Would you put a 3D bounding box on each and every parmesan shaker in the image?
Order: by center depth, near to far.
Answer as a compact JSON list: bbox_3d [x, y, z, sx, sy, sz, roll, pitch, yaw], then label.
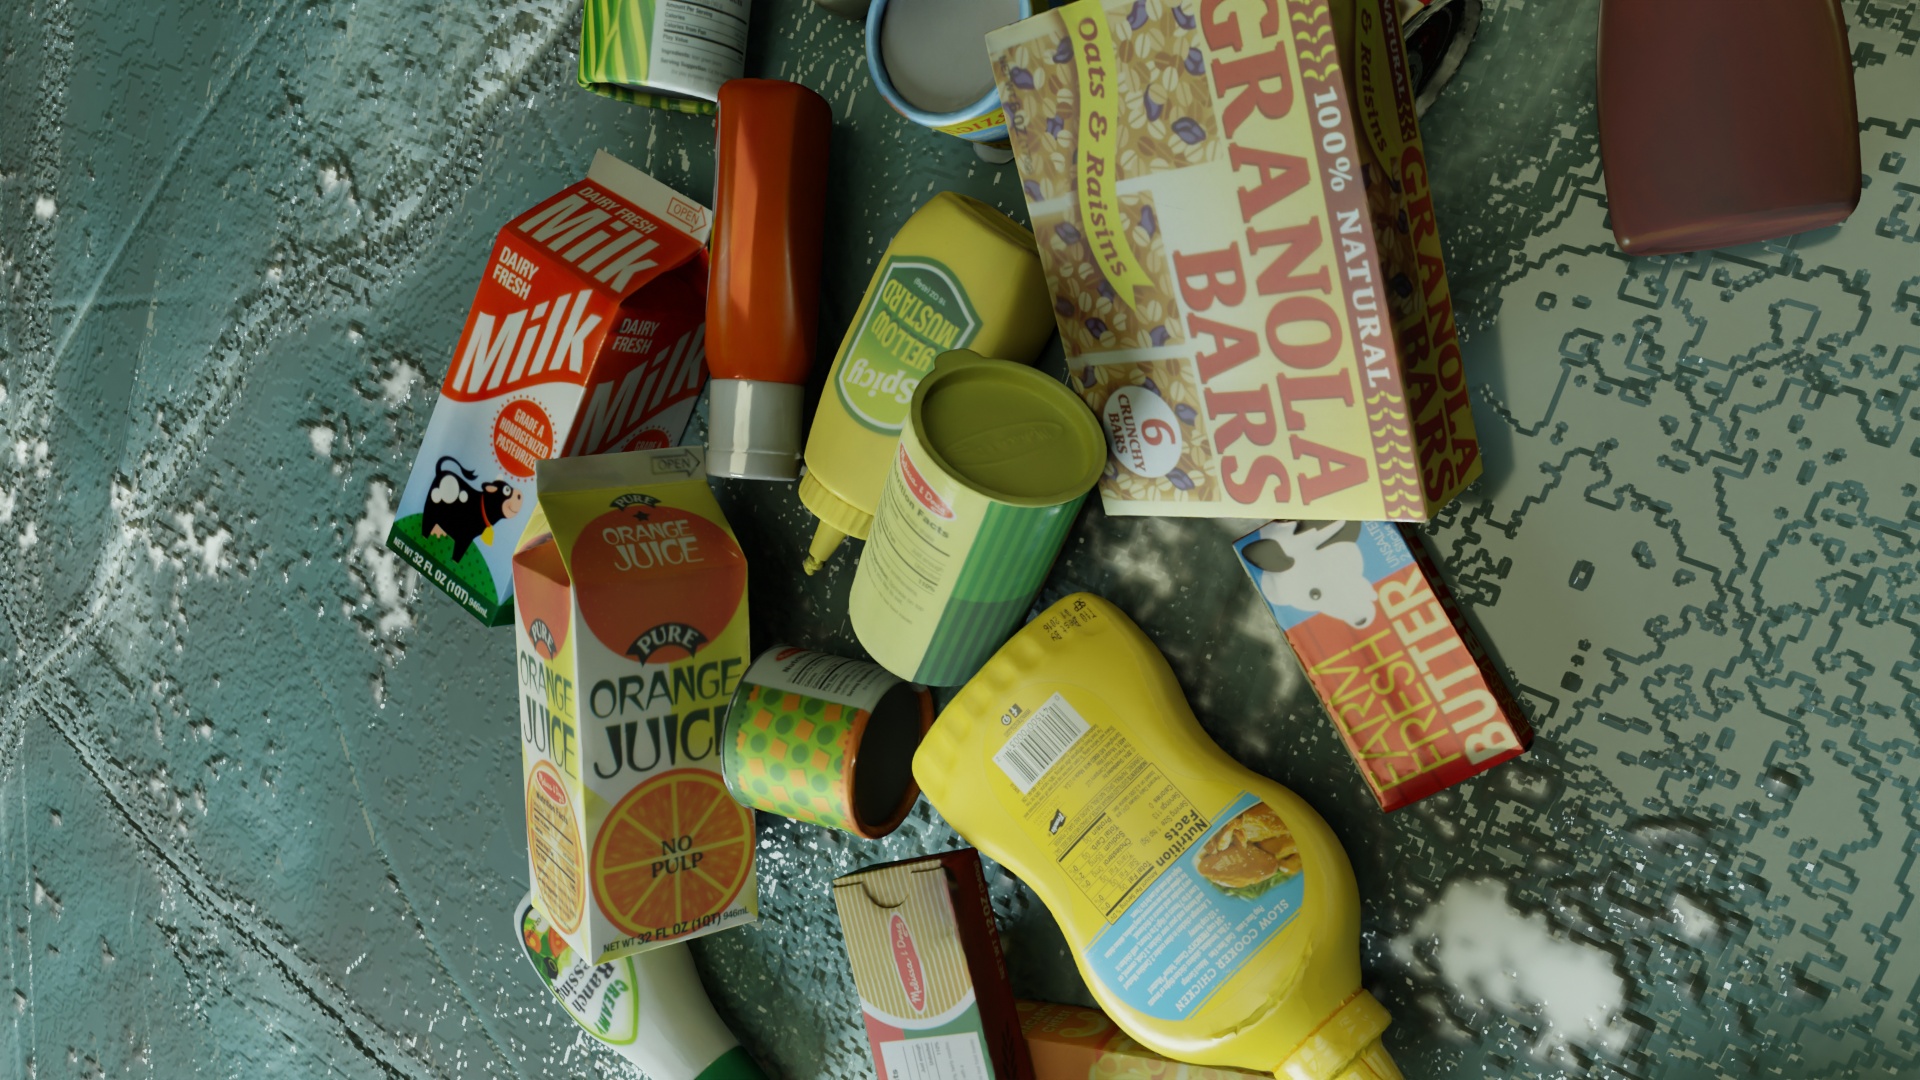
[{"bbox_3d":[0.002,-0.006,0.486,0.071,0.071,0.102,43,140,19],"label":"parmesan shaker"}]

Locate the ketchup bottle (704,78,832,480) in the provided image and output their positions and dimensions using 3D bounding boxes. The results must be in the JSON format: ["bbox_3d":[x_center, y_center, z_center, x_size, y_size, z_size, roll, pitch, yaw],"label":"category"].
[{"bbox_3d":[-0.076,-0.098,0.541,0.043,0.065,0.148,4,92,2],"label":"ketchup bottle"}]

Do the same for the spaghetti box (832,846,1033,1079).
[{"bbox_3d":[0.009,0.236,0.489,0.050,0.029,0.250,-17,84,27],"label":"spaghetti box"}]

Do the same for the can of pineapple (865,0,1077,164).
[{"bbox_3d":[0.008,-0.175,0.498,0.071,0.058,0.071,3,97,27],"label":"can of pineapple"}]

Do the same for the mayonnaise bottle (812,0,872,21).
[{"bbox_3d":[-0.018,-0.272,0.517,0.065,0.041,0.147,49,113,15],"label":"mayonnaise bottle"}]

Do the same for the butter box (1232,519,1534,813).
[{"bbox_3d":[0.139,0.033,0.461,0.053,0.024,0.103,-33,77,26],"label":"butter box"}]

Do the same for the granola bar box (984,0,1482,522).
[{"bbox_3d":[0.083,-0.090,0.429,0.124,0.039,0.165,2,113,47],"label":"granola bar box"}]

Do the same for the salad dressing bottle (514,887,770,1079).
[{"bbox_3d":[-0.131,0.203,0.600,0.148,0.044,0.064,43,112,19],"label":"salad dressing bottle"}]

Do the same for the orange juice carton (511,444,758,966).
[{"bbox_3d":[-0.131,0.060,0.554,0.073,0.072,0.192,12,105,54],"label":"orange juice carton"}]

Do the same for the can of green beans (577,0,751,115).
[{"bbox_3d":[-0.118,-0.207,0.559,0.071,0.071,0.057,12,99,27],"label":"can of green beans"}]

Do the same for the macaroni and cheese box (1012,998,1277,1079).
[{"bbox_3d":[0.058,0.238,0.505,0.166,0.040,0.123,-1,91,27],"label":"macaroni and cheese box"}]

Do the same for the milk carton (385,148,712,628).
[{"bbox_3d":[-0.163,-0.064,0.586,0.072,0.073,0.190,32,106,22],"label":"milk carton"}]

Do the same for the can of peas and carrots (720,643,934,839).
[{"bbox_3d":[-0.050,0.080,0.539,0.059,0.071,0.071,9,97,27],"label":"can of peas and carrots"}]

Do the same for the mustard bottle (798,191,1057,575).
[{"bbox_3d":[-0.022,-0.050,0.526,0.065,0.049,0.159,39,109,26],"label":"mustard bottle"}]

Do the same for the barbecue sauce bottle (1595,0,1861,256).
[{"bbox_3d":[0.216,-0.161,0.401,0.065,0.044,0.148,-6,89,28],"label":"barbecue sauce bottle"}]
